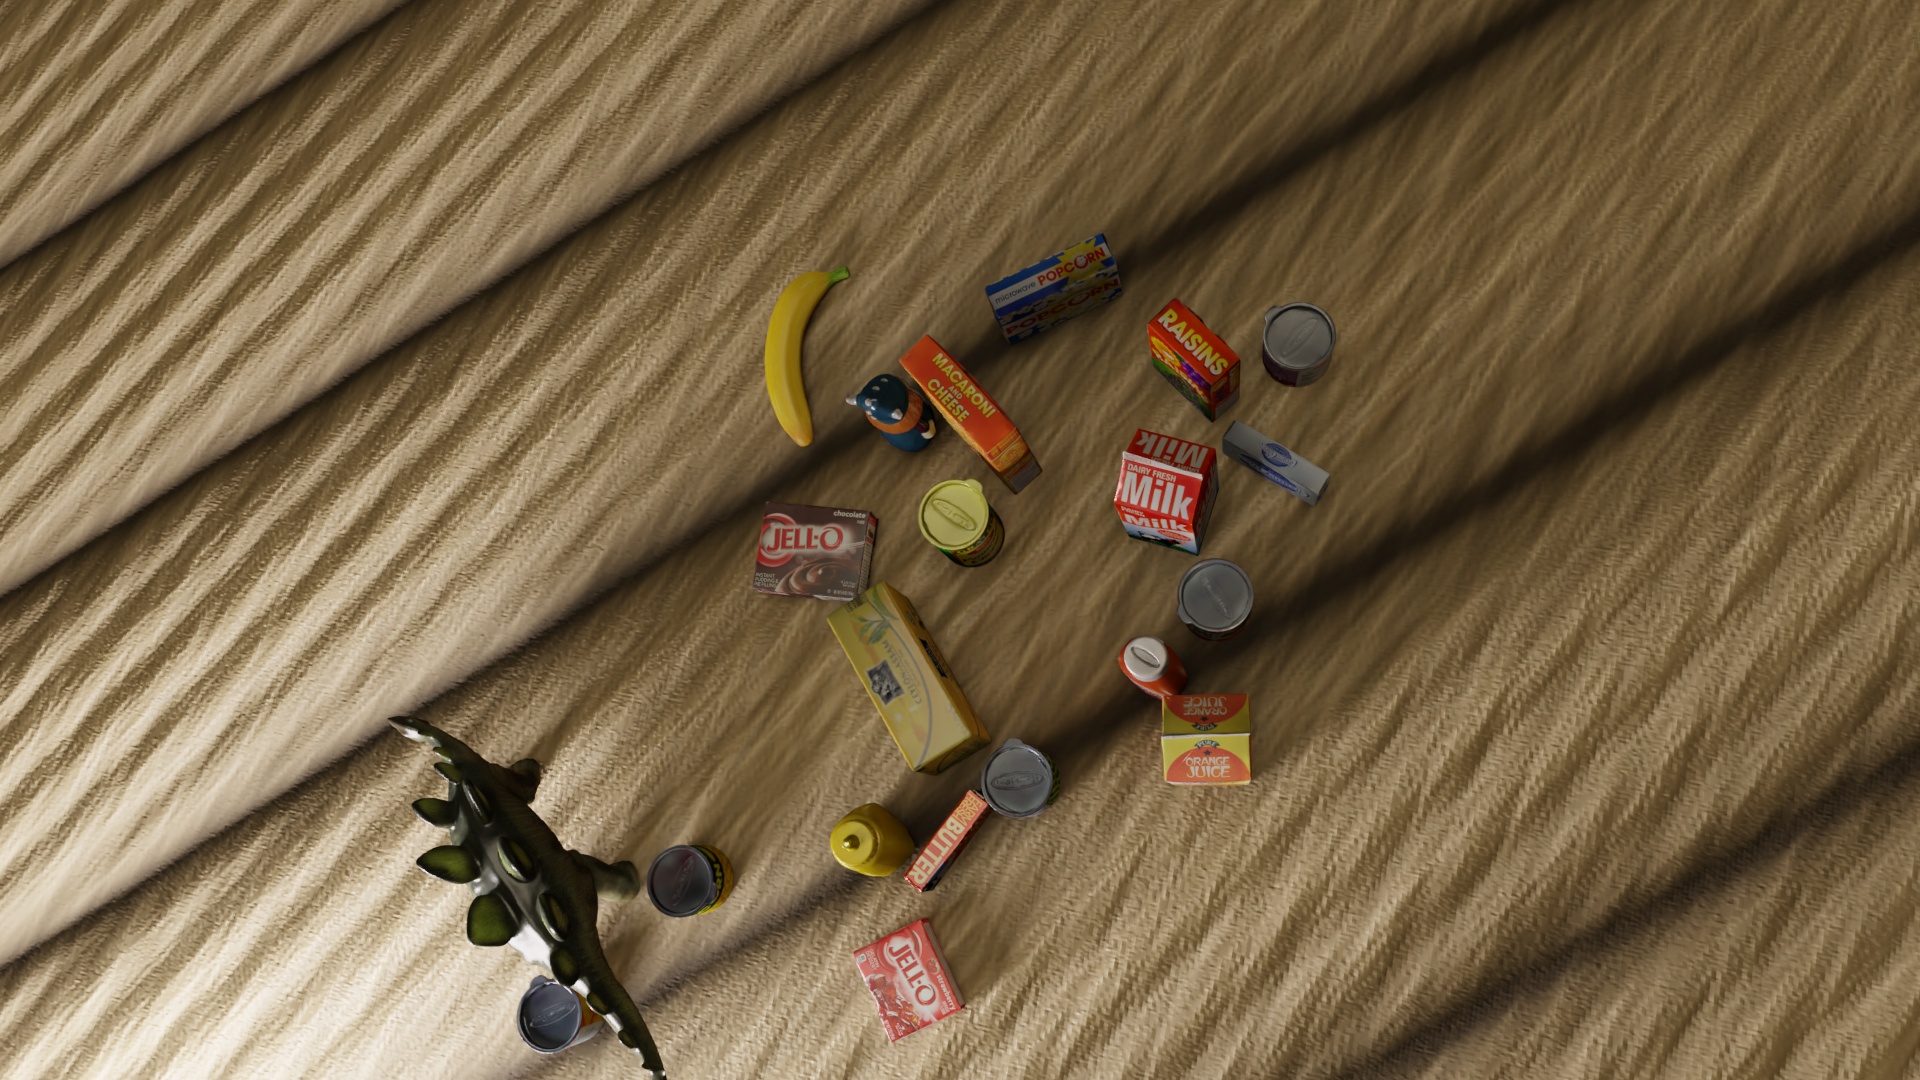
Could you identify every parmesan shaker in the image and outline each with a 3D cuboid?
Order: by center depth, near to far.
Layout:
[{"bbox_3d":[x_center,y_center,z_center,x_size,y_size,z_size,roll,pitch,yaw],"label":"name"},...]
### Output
[{"bbox_3d":[0.005,-0.017,1.318,0.071,0.103,0.071,-2,78,11],"label":"parmesan shaker"}]

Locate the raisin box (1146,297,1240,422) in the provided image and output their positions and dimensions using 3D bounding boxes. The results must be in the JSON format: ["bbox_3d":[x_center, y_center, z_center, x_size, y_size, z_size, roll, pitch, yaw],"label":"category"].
[{"bbox_3d":[0.220,-0.167,1.297,0.040,0.123,0.086,-43,74,1],"label":"raisin box"}]

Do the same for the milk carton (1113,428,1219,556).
[{"bbox_3d":[0.186,-0.046,1.243,0.072,0.190,0.073,17,83,14],"label":"milk carton"}]

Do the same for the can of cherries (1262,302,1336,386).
[{"bbox_3d":[0.318,-0.187,1.316,0.071,0.058,0.071,-2,78,11],"label":"can of cherries"}]

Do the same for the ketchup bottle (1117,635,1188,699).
[{"bbox_3d":[0.170,0.110,1.236,0.065,0.148,0.043,32,87,15],"label":"ketchup bottle"}]

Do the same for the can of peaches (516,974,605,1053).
[{"bbox_3d":[-0.378,0.445,1.318,0.071,0.058,0.071,-2,78,11],"label":"can of peaches"}]

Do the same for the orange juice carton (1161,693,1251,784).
[{"bbox_3d":[0.212,0.172,1.192,0.072,0.192,0.073,-2,79,11],"label":"orange juice carton"}]

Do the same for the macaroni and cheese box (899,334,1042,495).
[{"bbox_3d":[0.013,-0.116,1.304,0.040,0.166,0.124,-43,74,1],"label":"macaroni and cheese box"}]

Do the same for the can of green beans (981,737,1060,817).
[{"bbox_3d":[0.056,0.222,1.281,0.071,0.057,0.071,-2,78,11],"label":"can of green beans"}]

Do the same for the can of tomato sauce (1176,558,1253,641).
[{"bbox_3d":[0.232,0.057,1.269,0.071,0.083,0.071,-2,78,11],"label":"can of tomato sauce"}]

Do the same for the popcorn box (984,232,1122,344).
[{"bbox_3d":[0.092,-0.244,1.358,0.127,0.085,0.038,-24,75,5],"label":"popcorn box"}]

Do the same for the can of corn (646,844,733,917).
[{"bbox_3d":[-0.253,0.323,1.319,0.071,0.058,0.071,-2,78,11],"label":"can of corn"}]

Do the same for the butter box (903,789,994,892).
[{"bbox_3d":[-0.009,0.277,1.285,0.024,0.053,0.103,37,87,15],"label":"butter box"}]

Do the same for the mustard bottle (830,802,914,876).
[{"bbox_3d":[-0.085,0.269,1.245,0.049,0.160,0.065,-45,74,0],"label":"mustard bottle"}]

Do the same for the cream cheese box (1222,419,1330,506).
[{"bbox_3d":[0.295,-0.072,1.299,0.104,0.053,0.024,33,87,15],"label":"cream cheese box"}]
